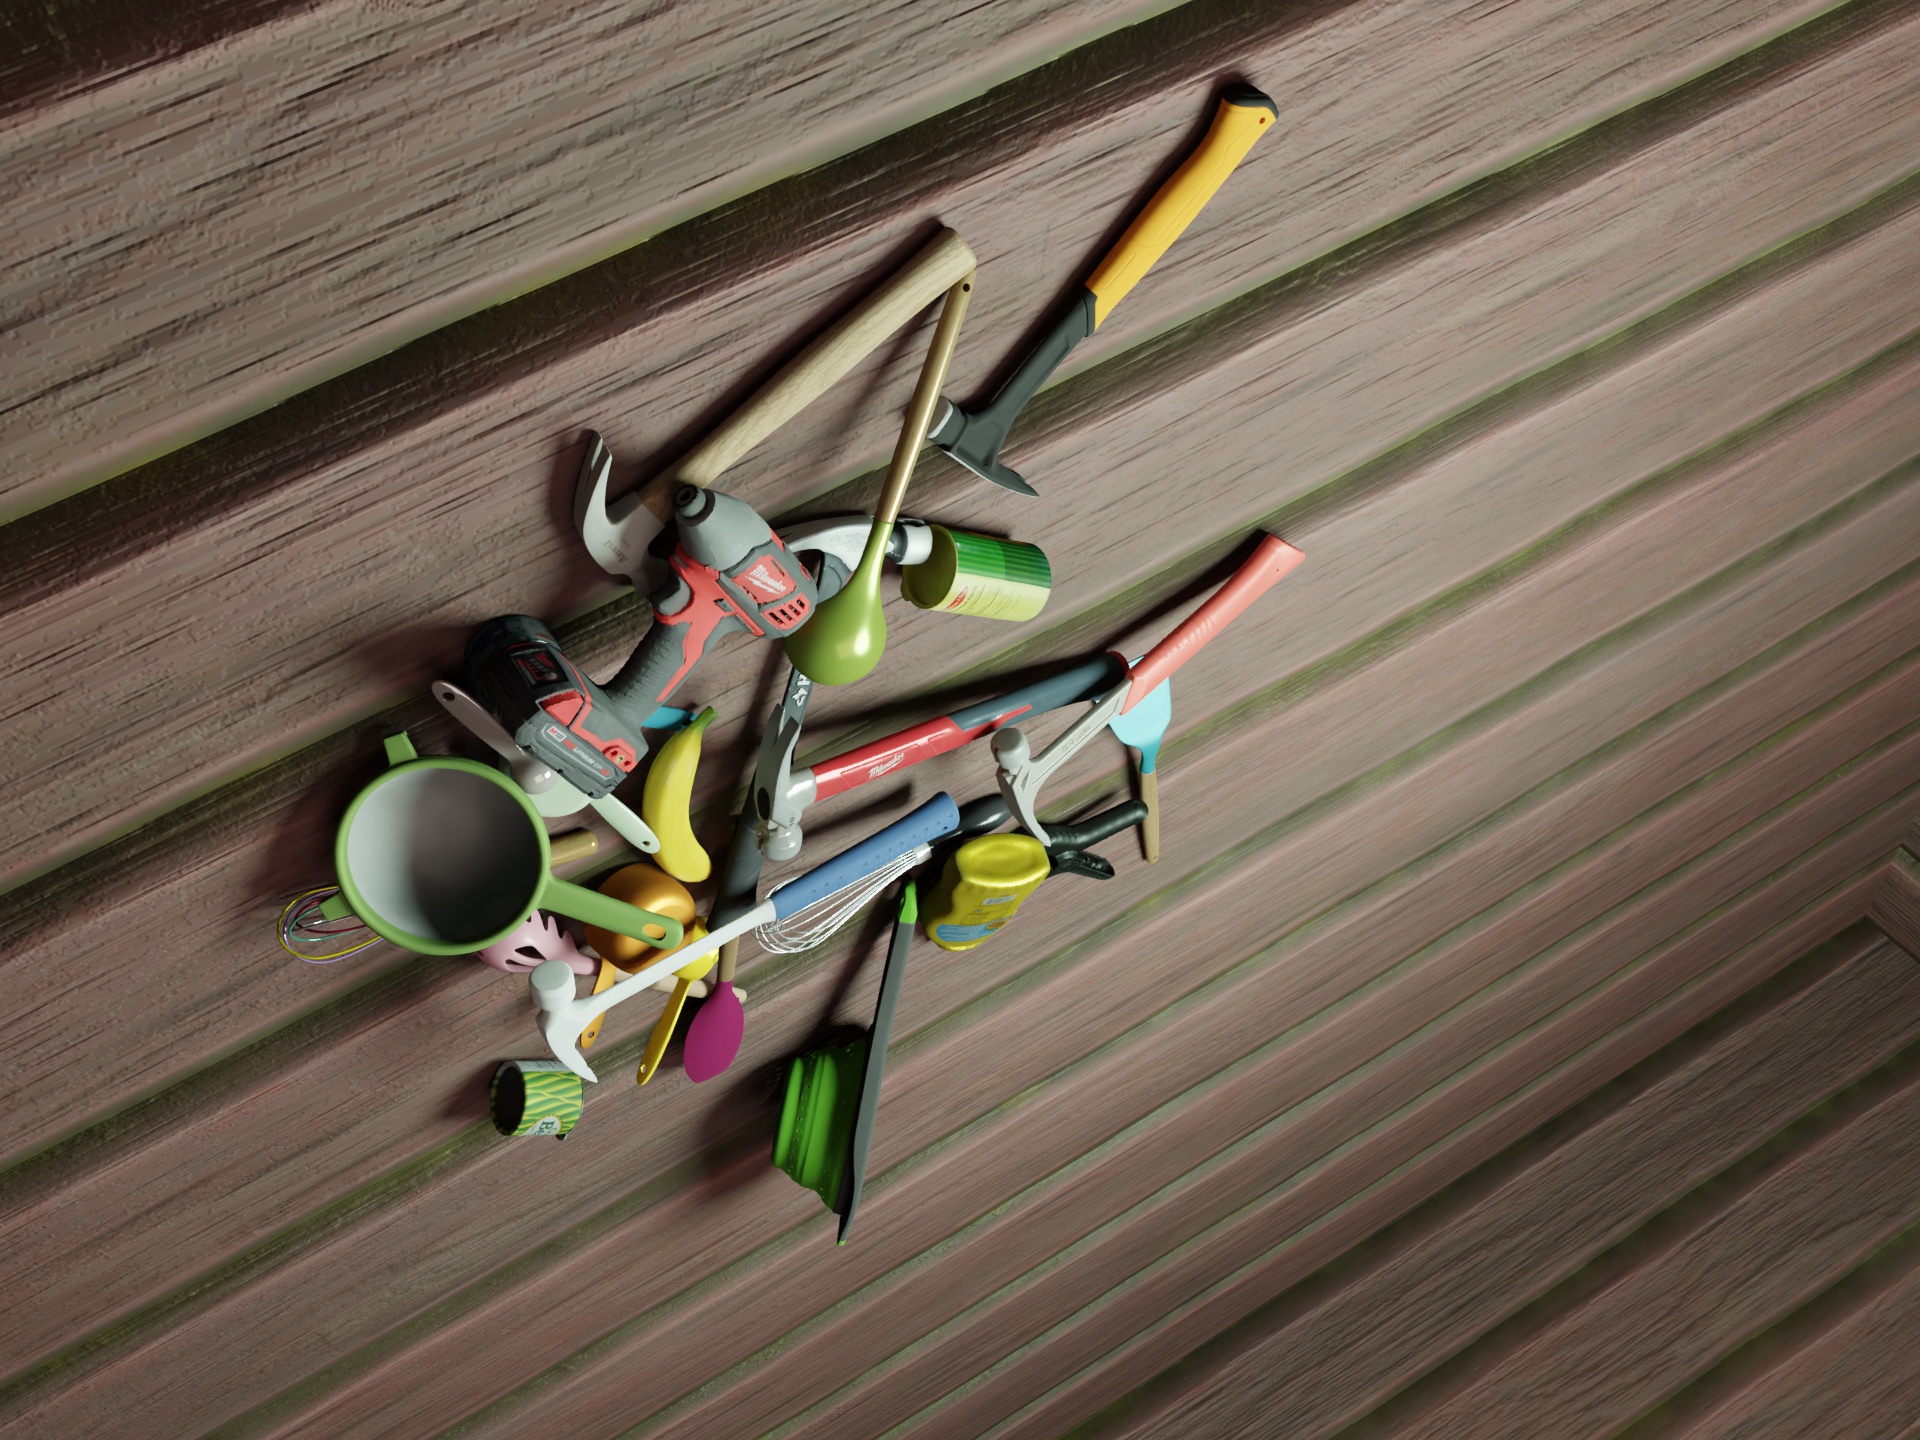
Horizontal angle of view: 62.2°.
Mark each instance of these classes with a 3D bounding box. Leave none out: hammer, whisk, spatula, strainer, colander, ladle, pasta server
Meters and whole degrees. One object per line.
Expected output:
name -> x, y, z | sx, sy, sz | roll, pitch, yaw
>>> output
hammer -> -0.170, 0.168, 1.345 | 0.405, 0.035, 0.144 | -27, 144, -28
hammer -> -0.002, -0.004, 1.344 | 0.386, 0.038, 0.143 | -21, 139, -33
whisk -> -0.067, 0.134, 1.472 | 0.284, 0.070, 0.070 | -26, 141, -22
spatula -> 0.185, 0.054, 1.608 | 0.082, 0.044, 0.317 | -29, 146, -12
strainer -> -0.326, 0.109, 1.173 | 0.256, 0.069, 0.151 | 22, 101, -14
whisk -> -0.396, 0.124, 1.217 | 0.245, 0.047, 0.051 | -18, 137, -30
colander -> -0.122, 0.330, 1.589 | 0.094, 0.205, 0.397 | 11, 110, -3
ladle -> -0.052, -0.173, 1.150 | 0.078, 0.062, 0.320 | 12, 105, -29
pasta server -> -0.297, 0.217, 1.397 | 0.060, 0.040, 0.316 | -47, 145, 12
hammer -> 0.113, -0.316, 1.169 | 0.337, 0.034, 0.127 | -49, 140, 14
hammer -> -0.126, -0.220, 1.084 | 0.331, 0.031, 0.129 | -40, 142, 2
hammer -> -0.146, 0.016, 1.284 | 0.149, 0.036, 0.408 | -2, 126, -34
hammer -> 0.177, -0.041, 1.438 | 0.359, 0.037, 0.149 | -41, 142, -14

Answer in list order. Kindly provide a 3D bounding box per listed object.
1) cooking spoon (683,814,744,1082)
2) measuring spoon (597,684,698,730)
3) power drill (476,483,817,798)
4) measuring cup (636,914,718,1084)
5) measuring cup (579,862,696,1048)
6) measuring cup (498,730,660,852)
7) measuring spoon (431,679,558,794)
cooking spoon -> -0.211, 0.214, 1.443 | 0.068, 0.017, 0.318 | -20, 134, -39
measuring spoon -> -0.248, 0.000, 1.217 | 0.128, 0.021, 0.042 | 9, 122, -43
power drill -> -0.212, -0.061, 1.090 | 0.219, 0.079, 0.143 | -41, 143, -2
measuring cup -> -0.259, 0.243, 1.390 | 0.029, 0.062, 0.156 | 27, 83, -44
measuring cup -> -0.278, 0.208, 1.338 | 0.095, 0.052, 0.173 | 8, 104, -52
measuring cup -> -0.283, 0.066, 1.210 | 0.083, 0.038, 0.167 | -27, 131, 15
measuring spoon -> -0.328, 0.015, 1.115 | 0.034, 0.018, 0.124 | -25, 132, 14
